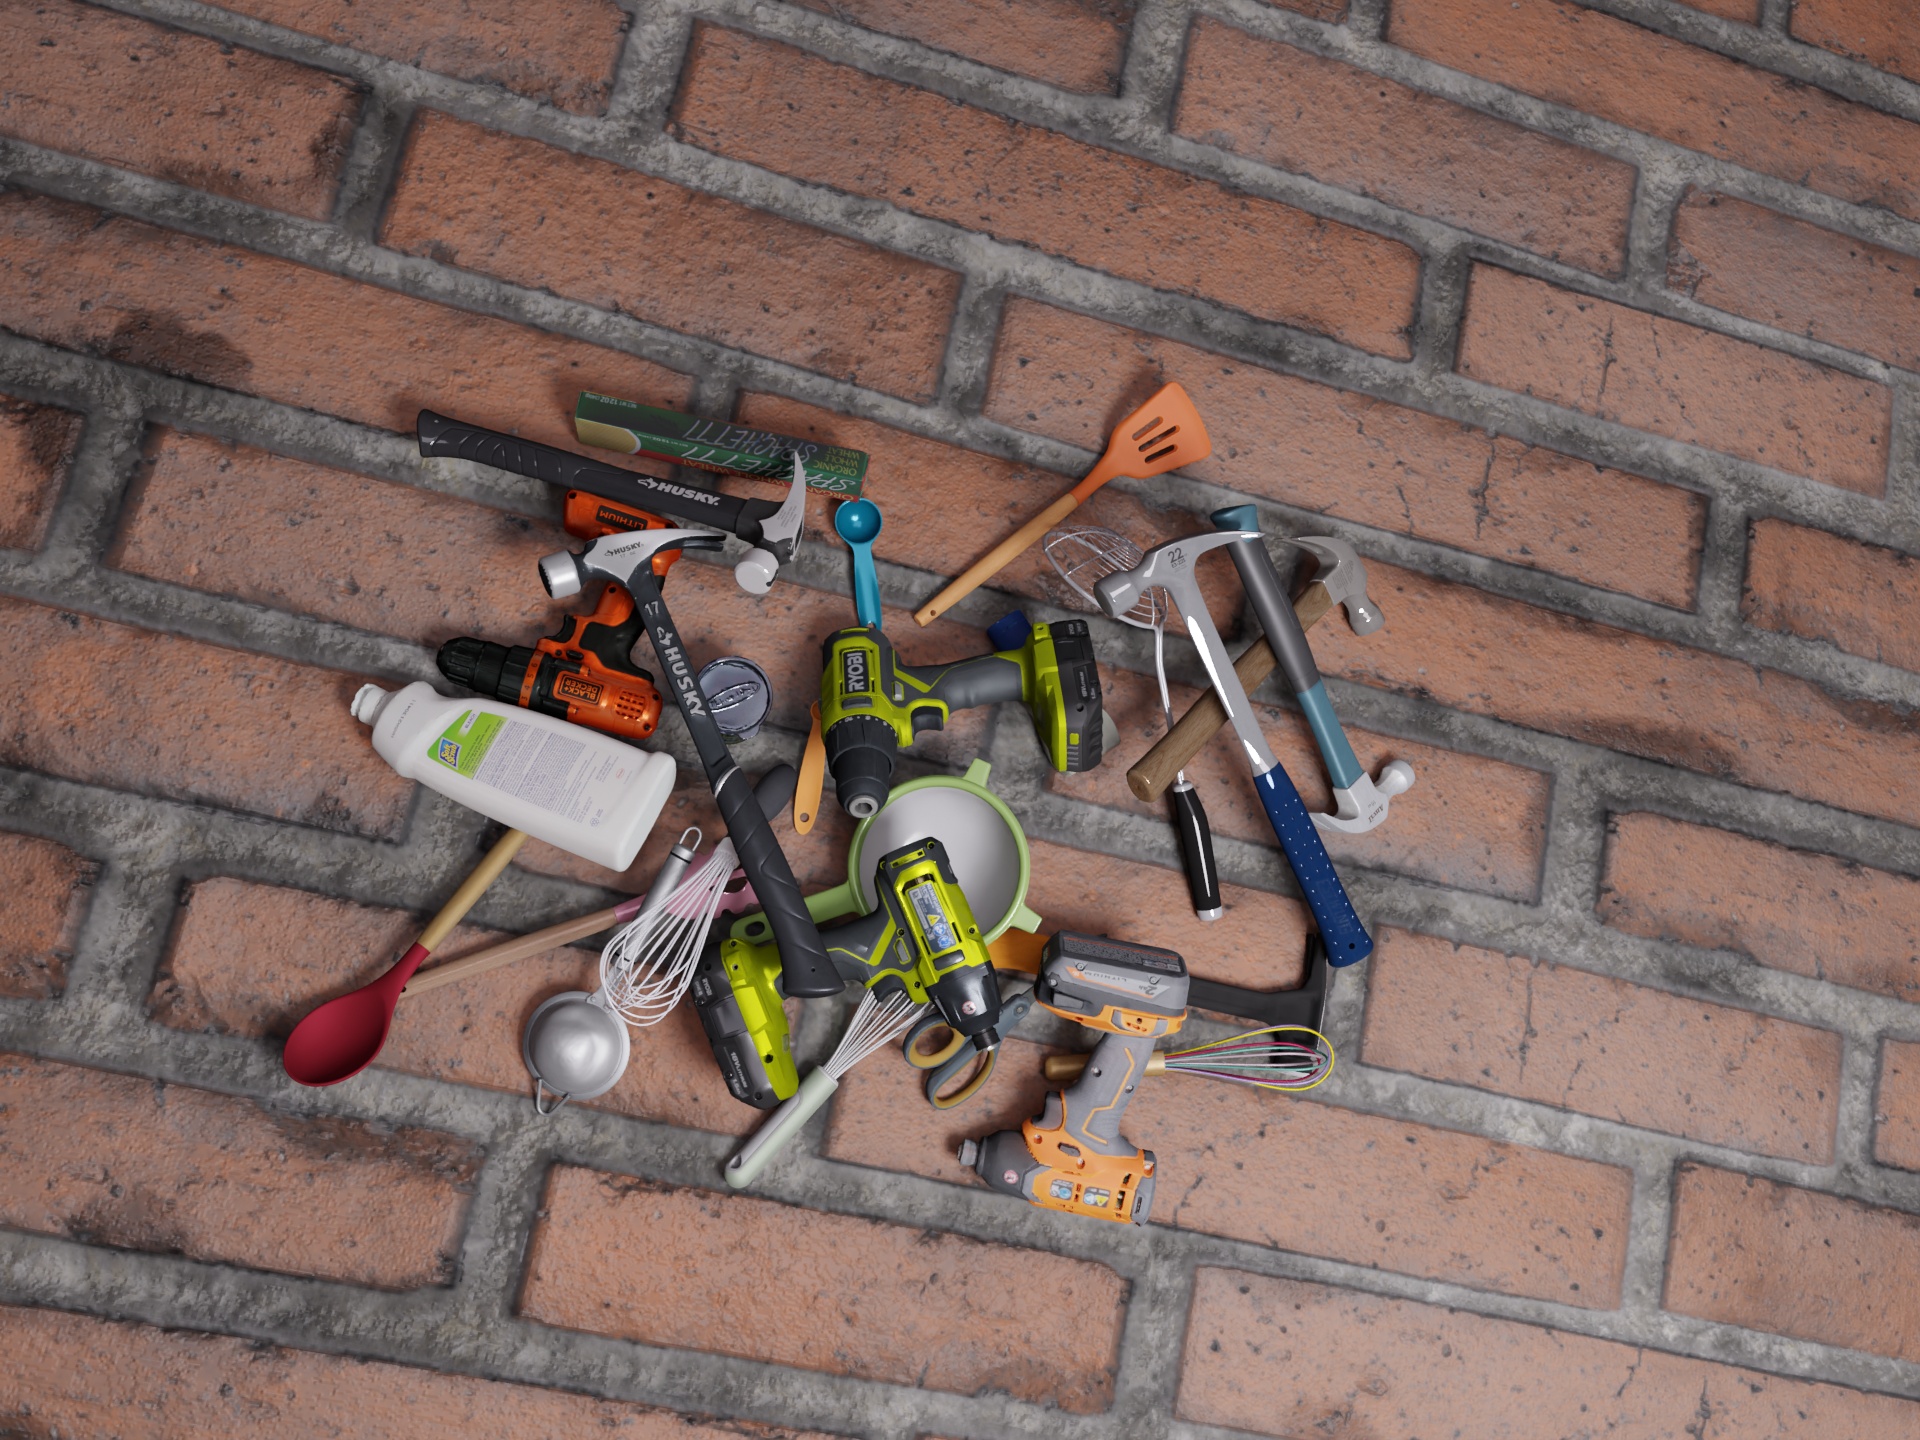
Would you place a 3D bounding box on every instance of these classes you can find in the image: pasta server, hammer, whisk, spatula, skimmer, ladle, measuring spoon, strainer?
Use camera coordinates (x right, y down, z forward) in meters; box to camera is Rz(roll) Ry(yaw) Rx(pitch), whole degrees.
[{"bbox_3d":[-0.305,0.167,1.287,0.316,0.040,0.060,-18,85,-11],"label":"pasta server"},{"bbox_3d":[0.298,-0.043,1.385,0.128,0.033,0.330,-39,112,-29],"label":"hammer"},{"bbox_3d":[0.257,0.028,1.333,0.144,0.035,0.405,-30,106,-10],"label":"hammer"},{"bbox_3d":[-0.104,0.284,1.301,0.246,0.058,0.059,-47,123,-12],"label":"whisk"},{"bbox_3d":[0.087,-0.184,1.427,0.322,0.041,0.081,-39,115,-14],"label":"spatula"},{"bbox_3d":[-0.286,-0.199,1.293,0.335,0.035,0.146,16,46,6],"label":"hammer"},{"bbox_3d":[-0.186,0.029,1.242,0.149,0.036,0.409,-21,77,-21],"label":"hammer"},{"bbox_3d":[0.156,0.003,1.398,0.090,0.127,0.363,-9,97,27],"label":"skimmer"},{"bbox_3d":[-0.407,0.157,1.253,0.069,0.031,0.315,29,67,18],"label":"ladle"},{"bbox_3d":[-0.196,0.127,1.250,0.070,0.070,0.285,37,44,-5],"label":"whisk"},{"bbox_3d":[-0.085,-0.130,1.395,0.042,0.021,0.128,-7,91,-10],"label":"measuring spoon"},{"bbox_3d":[-0.066,0.141,1.333,0.256,0.069,0.151,-19,81,2],"label":"strainer"},{"bbox_3d":[-0.273,0.198,1.257,0.087,0.050,0.258,28,83,4],"label":"strainer"},{"bbox_3d":[0.157,0.215,1.377,0.336,0.034,0.127,13,78,-10],"label":"hammer"},{"bbox_3d":[0.254,-0.047,1.393,0.331,0.031,0.130,-43,114,-27],"label":"hammer"},{"bbox_3d":[0.194,0.293,1.346,0.245,0.051,0.047,-3,113,1],"label":"whisk"},{"bbox_3d":[-0.127,0.040,1.357,0.021,0.011,0.117,10,82,-12],"label":"measuring spoon"}]

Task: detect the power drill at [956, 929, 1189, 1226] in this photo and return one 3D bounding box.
[{"bbox_3d":[0.092,0.292,1.295,0.164,0.084,0.226,10,101,1],"label":"power drill"}]

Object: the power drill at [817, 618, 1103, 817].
[{"bbox_3d":[-0.002,-0.004,1.298,0.228,0.080,0.191,-5,43,-1],"label":"power drill"}]

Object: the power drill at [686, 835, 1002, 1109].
[{"bbox_3d":[-0.086,0.212,1.254,0.223,0.080,0.171,-23,82,1],"label":"power drill"}]
